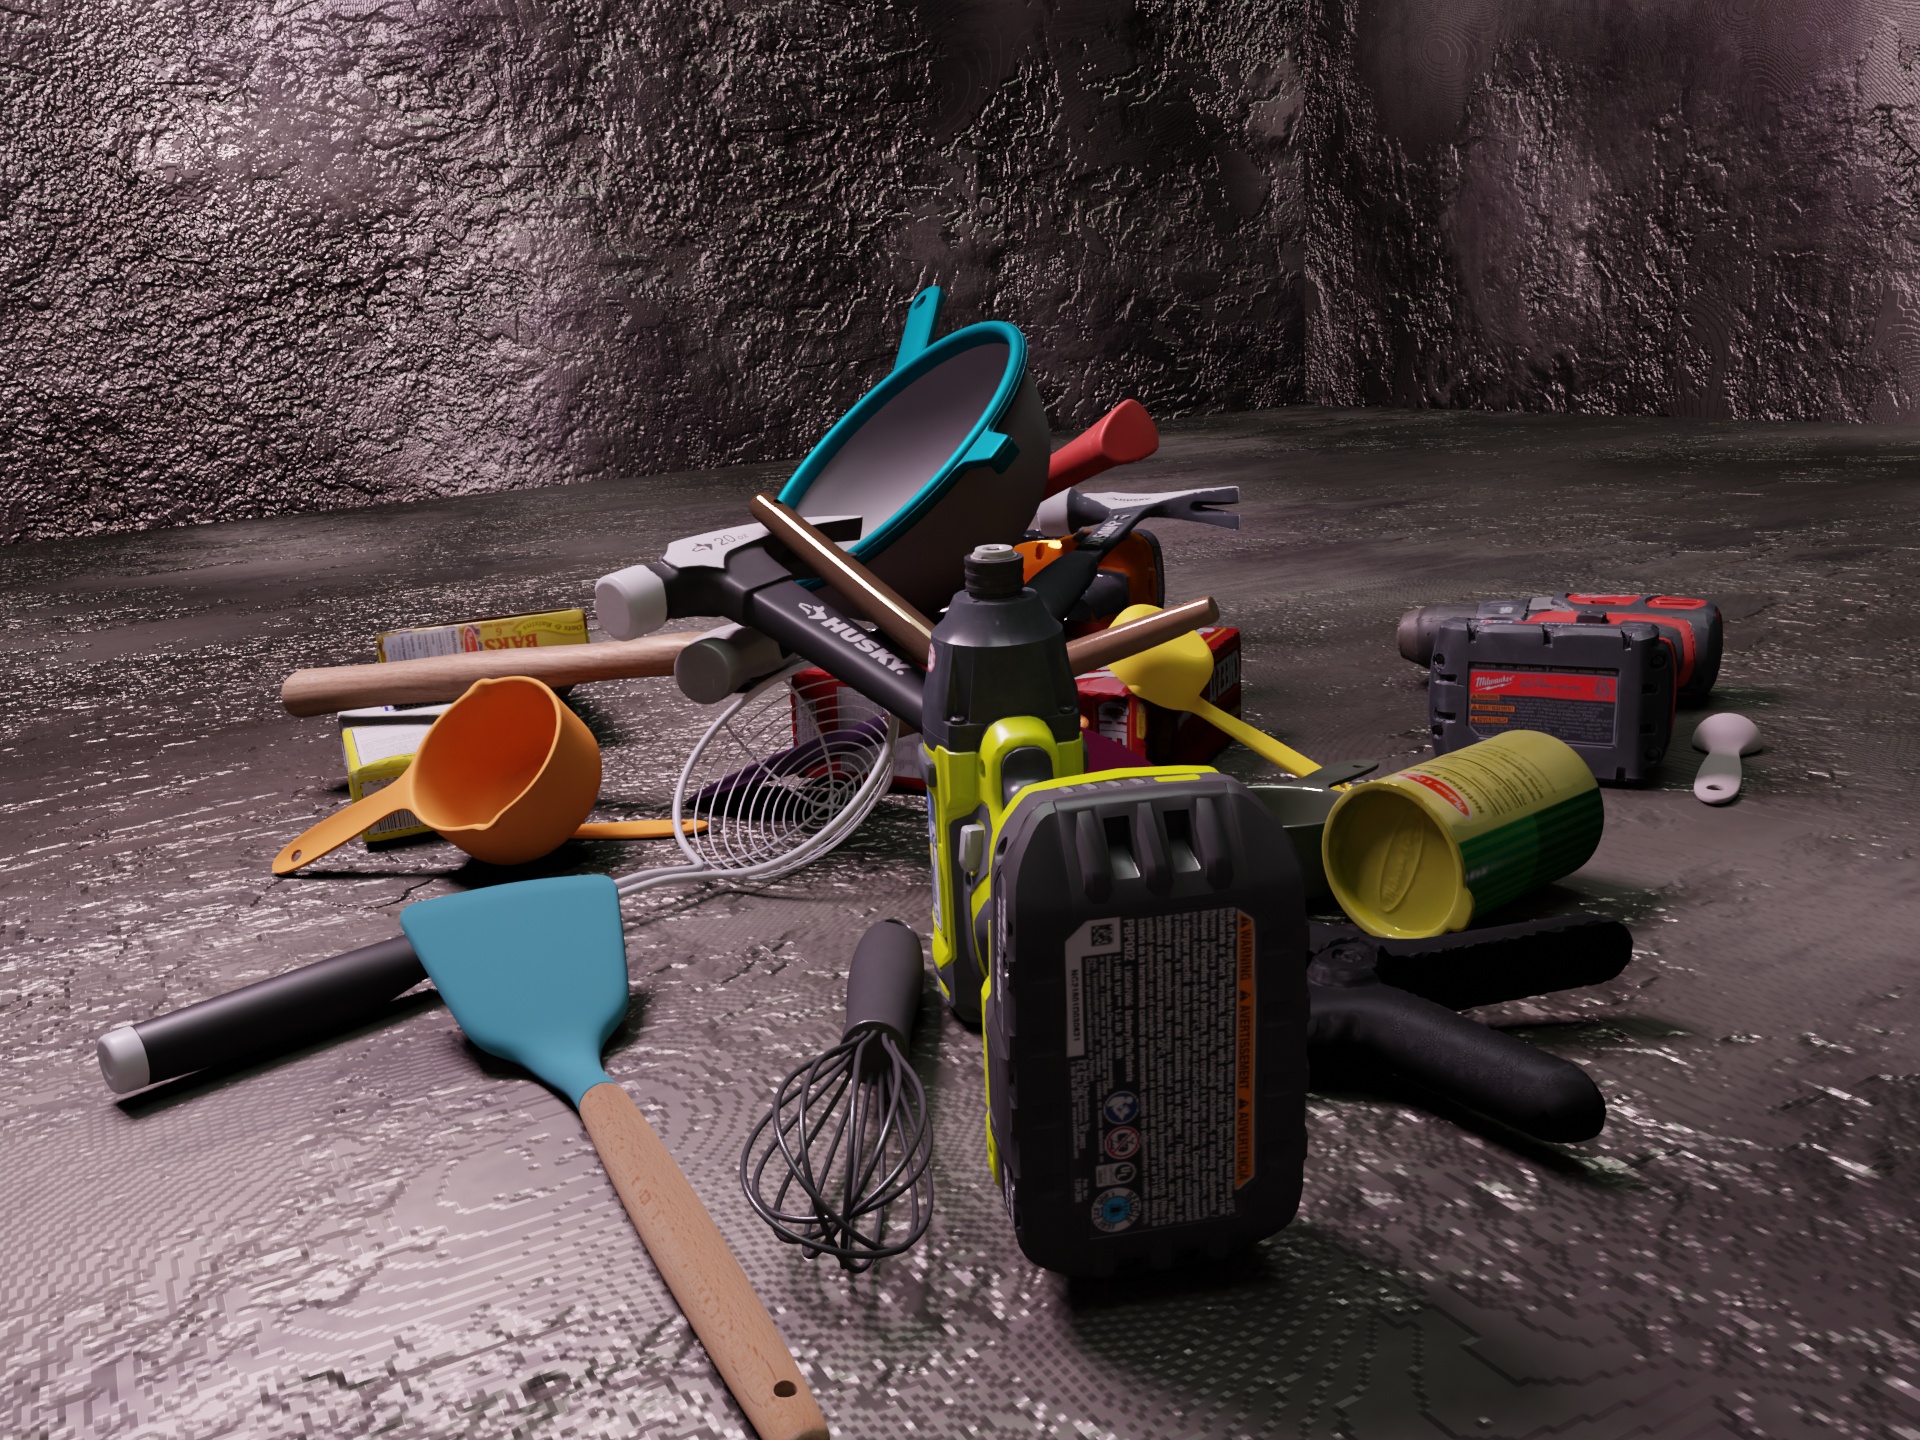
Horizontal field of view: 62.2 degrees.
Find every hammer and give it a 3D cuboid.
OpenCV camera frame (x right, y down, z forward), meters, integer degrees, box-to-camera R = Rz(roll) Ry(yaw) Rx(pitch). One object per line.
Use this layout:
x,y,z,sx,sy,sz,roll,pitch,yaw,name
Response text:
-0.001,-0.002,0.706,0.335,0.035,0.146,33,39,29,hammer
0.079,-0.096,0.983,0.149,0.036,0.409,0,18,17,hammer
-0.236,-0.029,0.873,0.331,0.031,0.130,-4,14,24,hammer
-0.017,-0.123,1.084,0.359,0.036,0.149,-25,14,34,hammer

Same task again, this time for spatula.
-0.106,0.119,0.489,0.082,0.044,0.318,-7,16,-26,spatula
-0.015,-0.005,0.804,0.316,0.018,0.060,-20,5,28,spatula

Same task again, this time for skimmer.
-0.174,0.051,0.671,0.127,0.090,0.363,11,21,43,skimmer

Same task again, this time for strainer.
-0.013,-0.168,0.993,0.211,0.095,0.341,-32,28,27,strainer

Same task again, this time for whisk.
-0.031,0.108,0.518,0.055,0.055,0.239,-3,10,2,whisk

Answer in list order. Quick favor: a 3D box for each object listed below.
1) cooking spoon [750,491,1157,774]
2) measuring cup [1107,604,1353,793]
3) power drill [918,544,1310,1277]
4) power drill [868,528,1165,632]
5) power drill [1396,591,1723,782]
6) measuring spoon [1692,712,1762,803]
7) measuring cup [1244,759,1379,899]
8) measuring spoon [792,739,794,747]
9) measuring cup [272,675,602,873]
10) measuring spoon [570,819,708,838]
-0.001,-0.022,0.687,0.068,0.017,0.319,-7,38,-42,cooking spoon
0.141,-0.008,0.788,0.156,0.029,0.062,32,27,2,measuring cup
0.029,0.047,0.494,0.080,0.171,0.223,-6,18,-9,power drill
0.045,-0.080,1.149,0.164,0.084,0.226,3,20,25,power drill
0.327,-0.033,0.911,0.188,0.080,0.226,5,14,28,power drill
0.389,0.017,0.811,0.034,0.018,0.124,5,17,28,measuring spoon
0.159,0.047,0.724,0.083,0.038,0.167,4,10,32,measuring cup
-0.079,-0.006,1.001,0.042,0.021,0.129,-2,16,4,measuring spoon
-0.258,0.046,0.794,0.173,0.052,0.095,-27,50,11,measuring cup
-0.187,0.053,0.823,0.117,0.011,0.021,-2,15,7,measuring spoon
